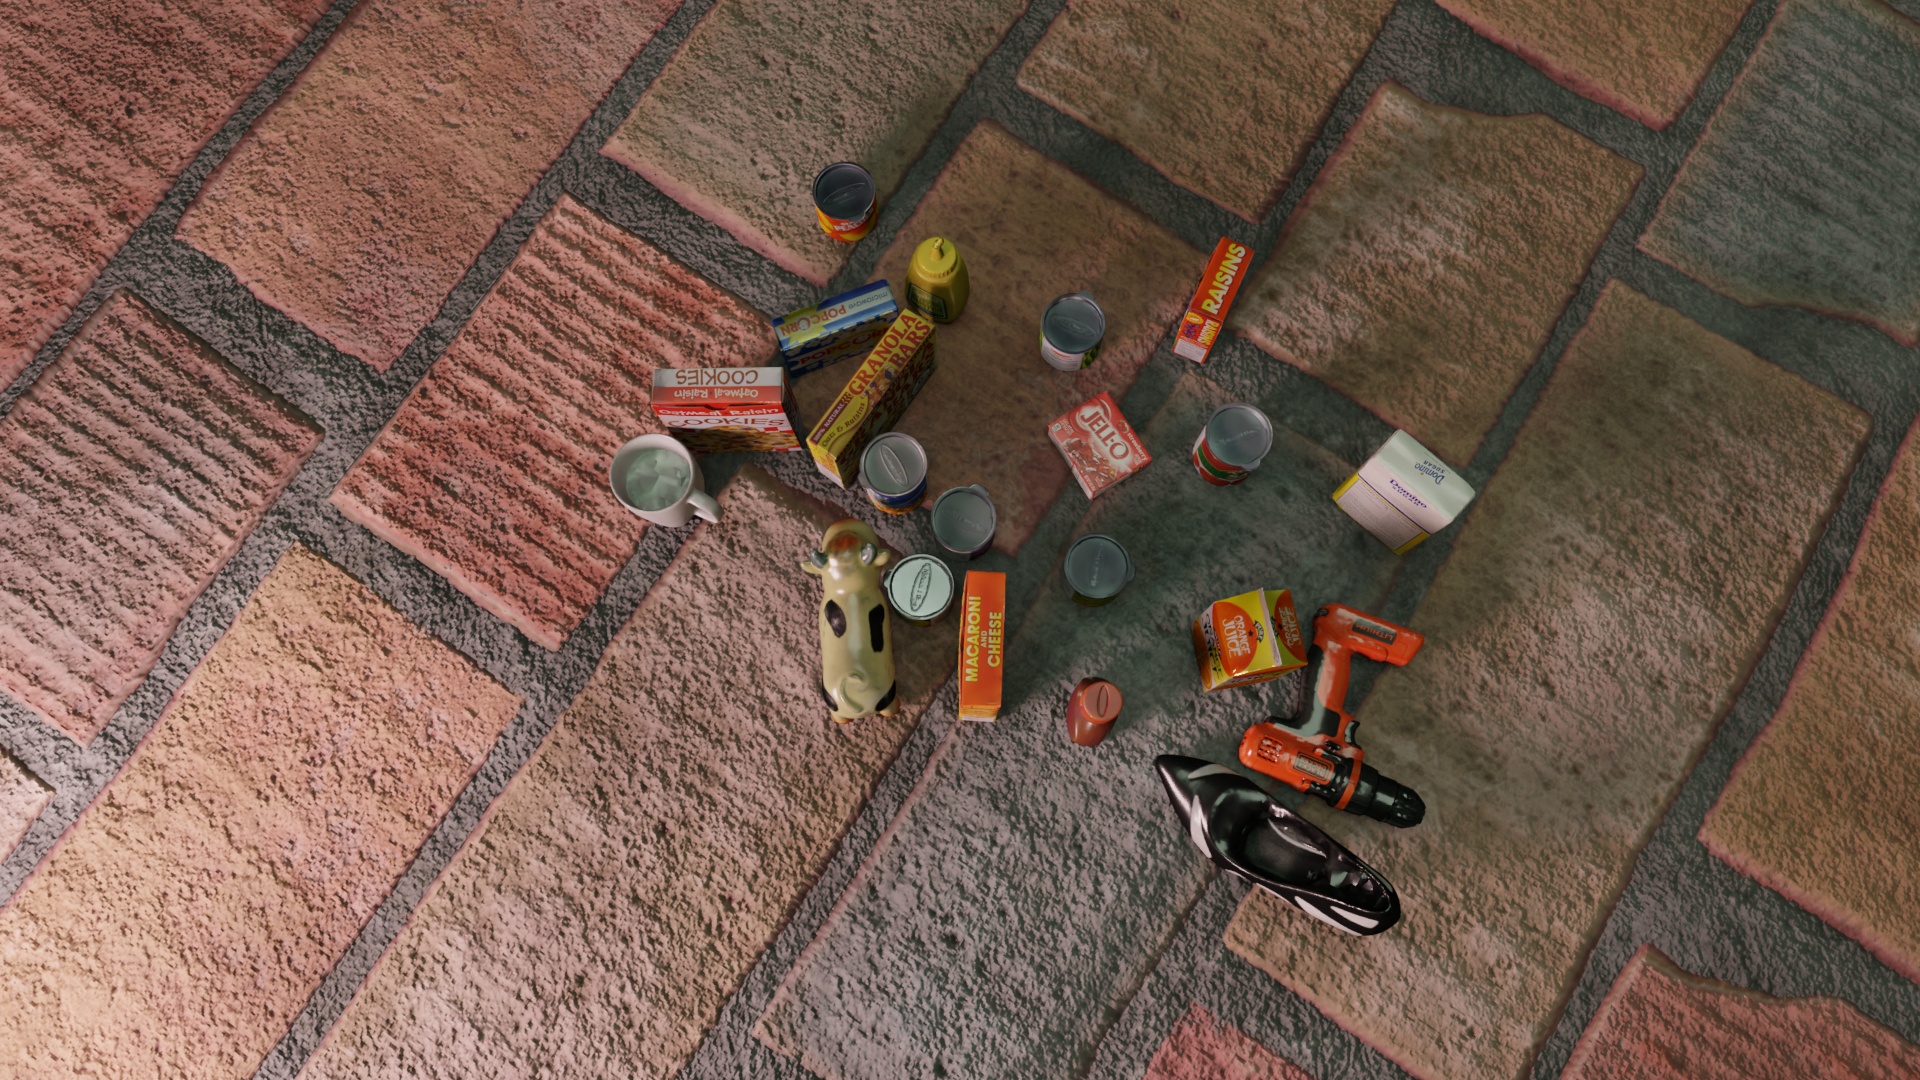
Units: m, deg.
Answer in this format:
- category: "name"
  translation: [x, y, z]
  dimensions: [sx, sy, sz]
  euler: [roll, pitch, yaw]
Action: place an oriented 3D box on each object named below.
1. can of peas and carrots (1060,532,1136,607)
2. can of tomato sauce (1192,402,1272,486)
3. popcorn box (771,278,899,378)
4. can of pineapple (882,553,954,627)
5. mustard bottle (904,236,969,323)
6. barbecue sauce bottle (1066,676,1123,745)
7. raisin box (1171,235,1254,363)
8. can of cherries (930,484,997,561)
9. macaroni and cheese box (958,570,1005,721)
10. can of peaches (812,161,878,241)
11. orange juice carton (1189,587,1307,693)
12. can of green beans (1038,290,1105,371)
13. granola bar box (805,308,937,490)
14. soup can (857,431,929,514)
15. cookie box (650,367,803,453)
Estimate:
- category: "can of peas and carrots"
  translation: [0.136, 0.030, 1.384]
  dimensions: [0.071, 0.058, 0.071]
  euler: [0, 78, 0]
- category: "can of tomato sauce"
  translation: [0.274, -0.094, 1.399]
  dimensions: [0.071, 0.083, 0.071]
  euler: [0, 78, 0]
- category: "popcorn box"
  translation: [-0.125, -0.217, 1.425]
  dimensions: [0.127, 0.085, 0.038]
  euler: [-21, 79, -4]
- category: "can of pineapple"
  translation: [-0.040, 0.049, 1.380]
  dimensions: [0.071, 0.057, 0.071]
  euler: [0, 78, 0]
- category: "mustard bottle"
  translation: [-0.024, -0.268, 1.398]
  dimensions: [0.065, 0.160, 0.049]
  euler: [26, 79, 5]
- category: "barbecue sauce bottle"
  translation: [0.127, 0.158, 1.310]
  dimensions: [0.044, 0.148, 0.065]
  euler: [8, 78, 2]
- category: "raisin box"
  translation: [0.255, -0.243, 1.411]
  dimensions: [0.040, 0.123, 0.086]
  euler: [25, 79, 5]
- category: "can of cherries"
  translation: [0.005, -0.017, 1.394]
  dimensions: [0.071, 0.058, 0.071]
  euler: [0, 78, 0]
- category: "macaroni and cheese box"
  translation: [0.019, 0.104, 1.312]
  dimensions: [0.040, 0.166, 0.124]
  euler: [2, 78, 1]
- category: "can of peaches"
  translation: [-0.120, -0.355, 1.469]
  dimensions: [0.071, 0.058, 0.071]
  euler: [0, 78, 0]
- category: "orange juice carton"
  translation: [0.271, 0.094, 1.302]
  dimensions: [0.073, 0.192, 0.072]
  euler: [-10, 78, -2]
- category: "can of green beans"
  translation: [0.115, -0.215, 1.439]
  dimensions: [0.071, 0.057, 0.071]
  euler: [0, 78, 0]
- category: "granola bar box"
  translation: [-0.086, -0.140, 1.388]
  dimensions: [0.039, 0.124, 0.166]
  euler: [34, 80, 7]
- category: "soup can"
  translation: [-0.067, -0.065, 1.392]
  dimensions: [0.071, 0.083, 0.071]
  euler: [0, 78, 0]
- category: "cookie box"
  translation: [-0.224, -0.125, 1.362]
  dimensions: [0.123, 0.167, 0.040]
  euler: [-1, 78, 0]
